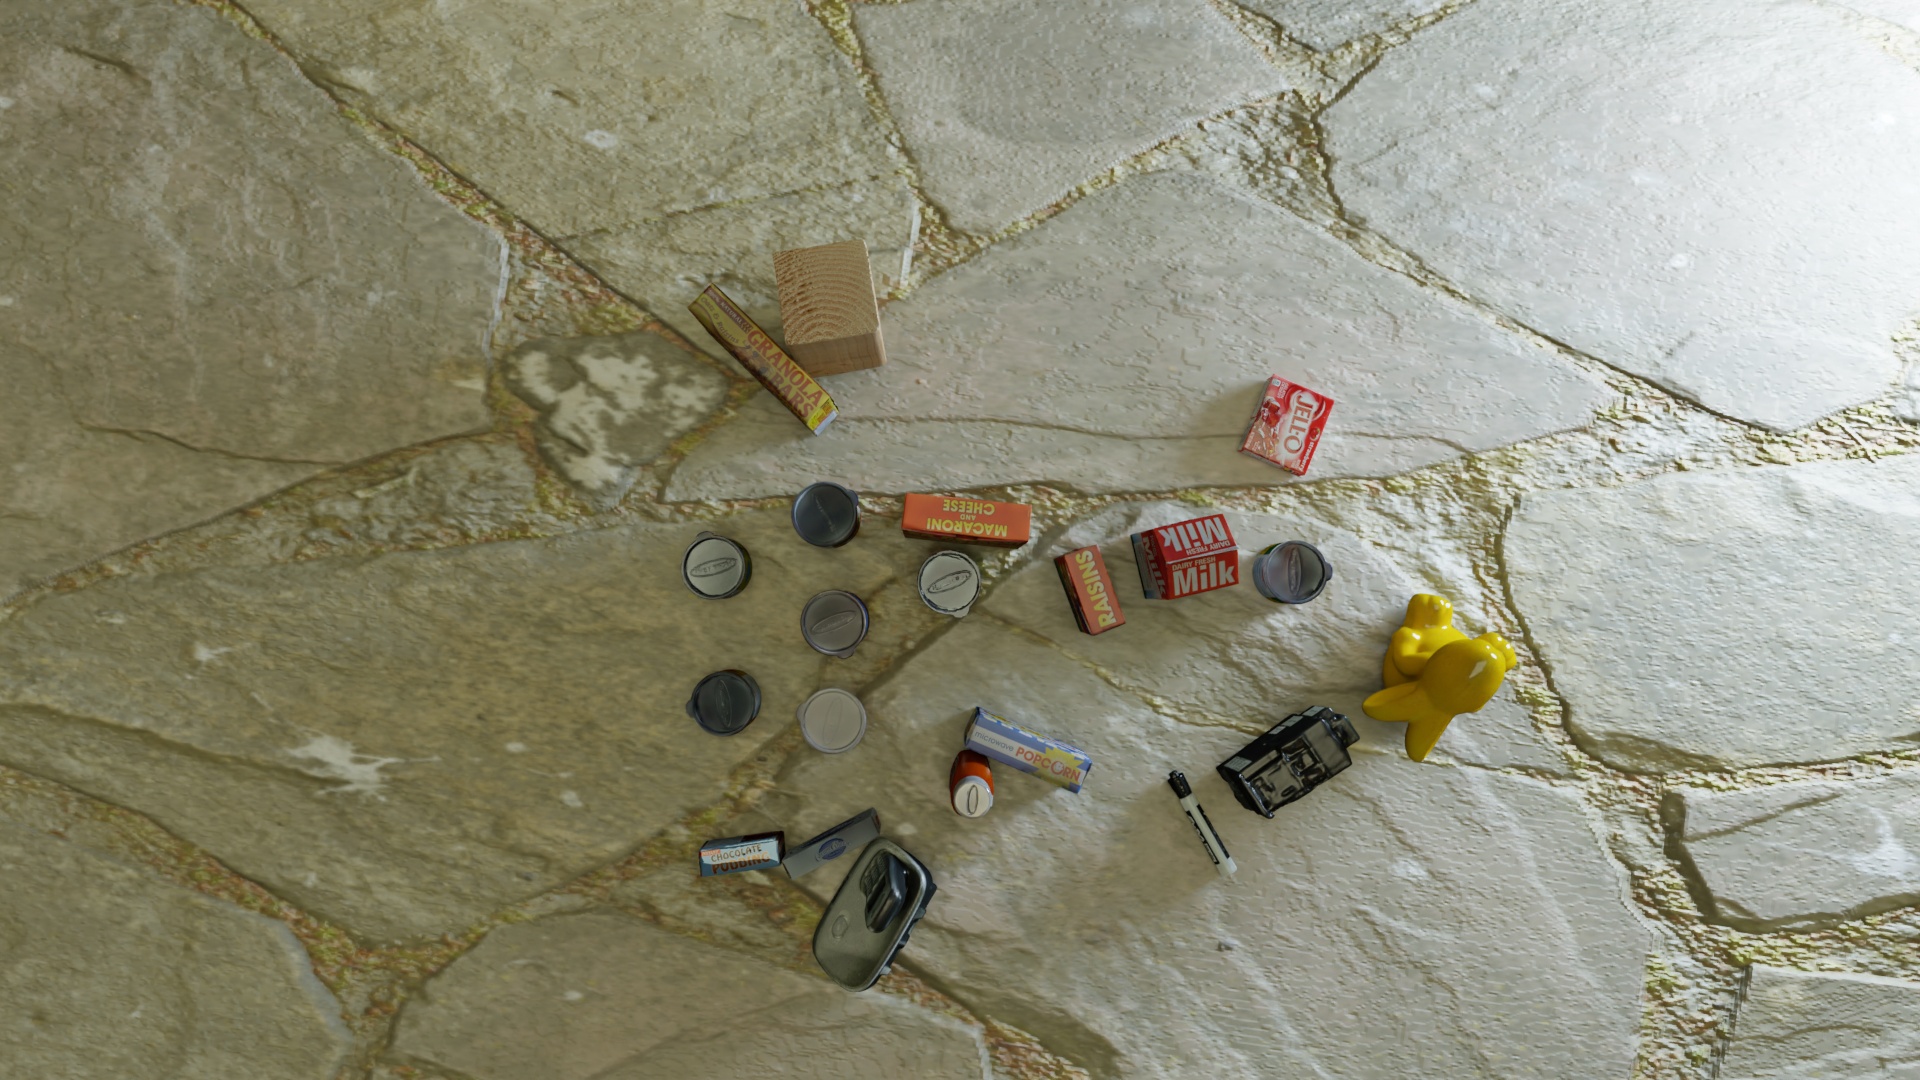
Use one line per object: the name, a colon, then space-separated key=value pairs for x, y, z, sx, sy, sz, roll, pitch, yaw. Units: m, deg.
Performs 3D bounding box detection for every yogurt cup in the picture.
yogurt cup: x=-0.131 y=0.185 z=1.439 sx=0.072 sy=0.054 sz=0.072 roll=0 pitch=88 yaw=-1

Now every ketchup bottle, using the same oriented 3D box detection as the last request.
ketchup bottle: x=0.011 y=0.249 z=1.391 sx=0.043 sy=0.149 sz=0.064 roll=6 pitch=88 yaw=-1

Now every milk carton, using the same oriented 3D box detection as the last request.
milk carton: x=0.225 y=0.017 z=1.386 sx=0.072 sy=0.190 sz=0.073 roll=-13 pitch=88 yaw=-1

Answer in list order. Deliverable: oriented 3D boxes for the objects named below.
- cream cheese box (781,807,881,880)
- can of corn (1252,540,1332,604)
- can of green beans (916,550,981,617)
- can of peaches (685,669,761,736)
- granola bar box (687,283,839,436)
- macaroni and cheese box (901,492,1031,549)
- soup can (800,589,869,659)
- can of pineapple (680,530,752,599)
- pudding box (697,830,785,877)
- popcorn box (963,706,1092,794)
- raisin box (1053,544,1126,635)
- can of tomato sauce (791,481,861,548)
cream cheese box: x=-0.131 y=0.313 z=1.433 sx=0.104 sy=0.053 sz=0.024 roll=-27 pitch=89 yaw=-2
can of corn: x=0.346 y=0.034 z=1.454 sx=0.071 sy=0.058 sz=0.071 roll=0 pitch=88 yaw=-1
can of green beans: x=-0.012 y=0.044 z=1.446 sx=0.071 sy=0.058 sz=0.071 roll=0 pitch=88 yaw=-1
can of peaches: x=-0.244 y=0.167 z=1.435 sx=0.071 sy=0.058 sz=0.071 roll=0 pitch=88 yaw=-1
granola bar box: x=-0.198 y=-0.182 z=1.420 sx=0.165 sy=0.124 sz=0.039 roll=44 pitch=88 yaw=1
macaroni and cheese box: x=0.005 y=-0.017 z=1.395 sx=0.124 sy=0.166 sz=0.040 roll=6 pitch=88 yaw=-1
soup can: x=-0.127 y=0.086 z=1.429 sx=0.071 sy=0.084 sz=0.071 roll=0 pitch=88 yaw=-1
can of pineapple: x=-0.252 y=0.027 z=1.442 sx=0.071 sy=0.058 sz=0.071 roll=0 pitch=88 yaw=-1
pudding box: x=-0.225 y=0.323 z=1.433 sx=0.084 sy=0.049 sz=0.030 roll=-8 pitch=88 yaw=-1
popcorn box: x=0.067 y=0.214 z=1.426 sx=0.127 sy=0.085 sz=0.038 roll=23 pitch=88 yaw=0
raisin box: x=0.130 y=0.050 z=1.416 sx=0.040 sy=0.123 sz=0.086 roll=-19 pitch=88 yaw=-2
can of tomato sauce: x=-0.136 y=-0.027 z=1.434 sx=0.071 sy=0.083 sz=0.071 roll=0 pitch=88 yaw=-1
